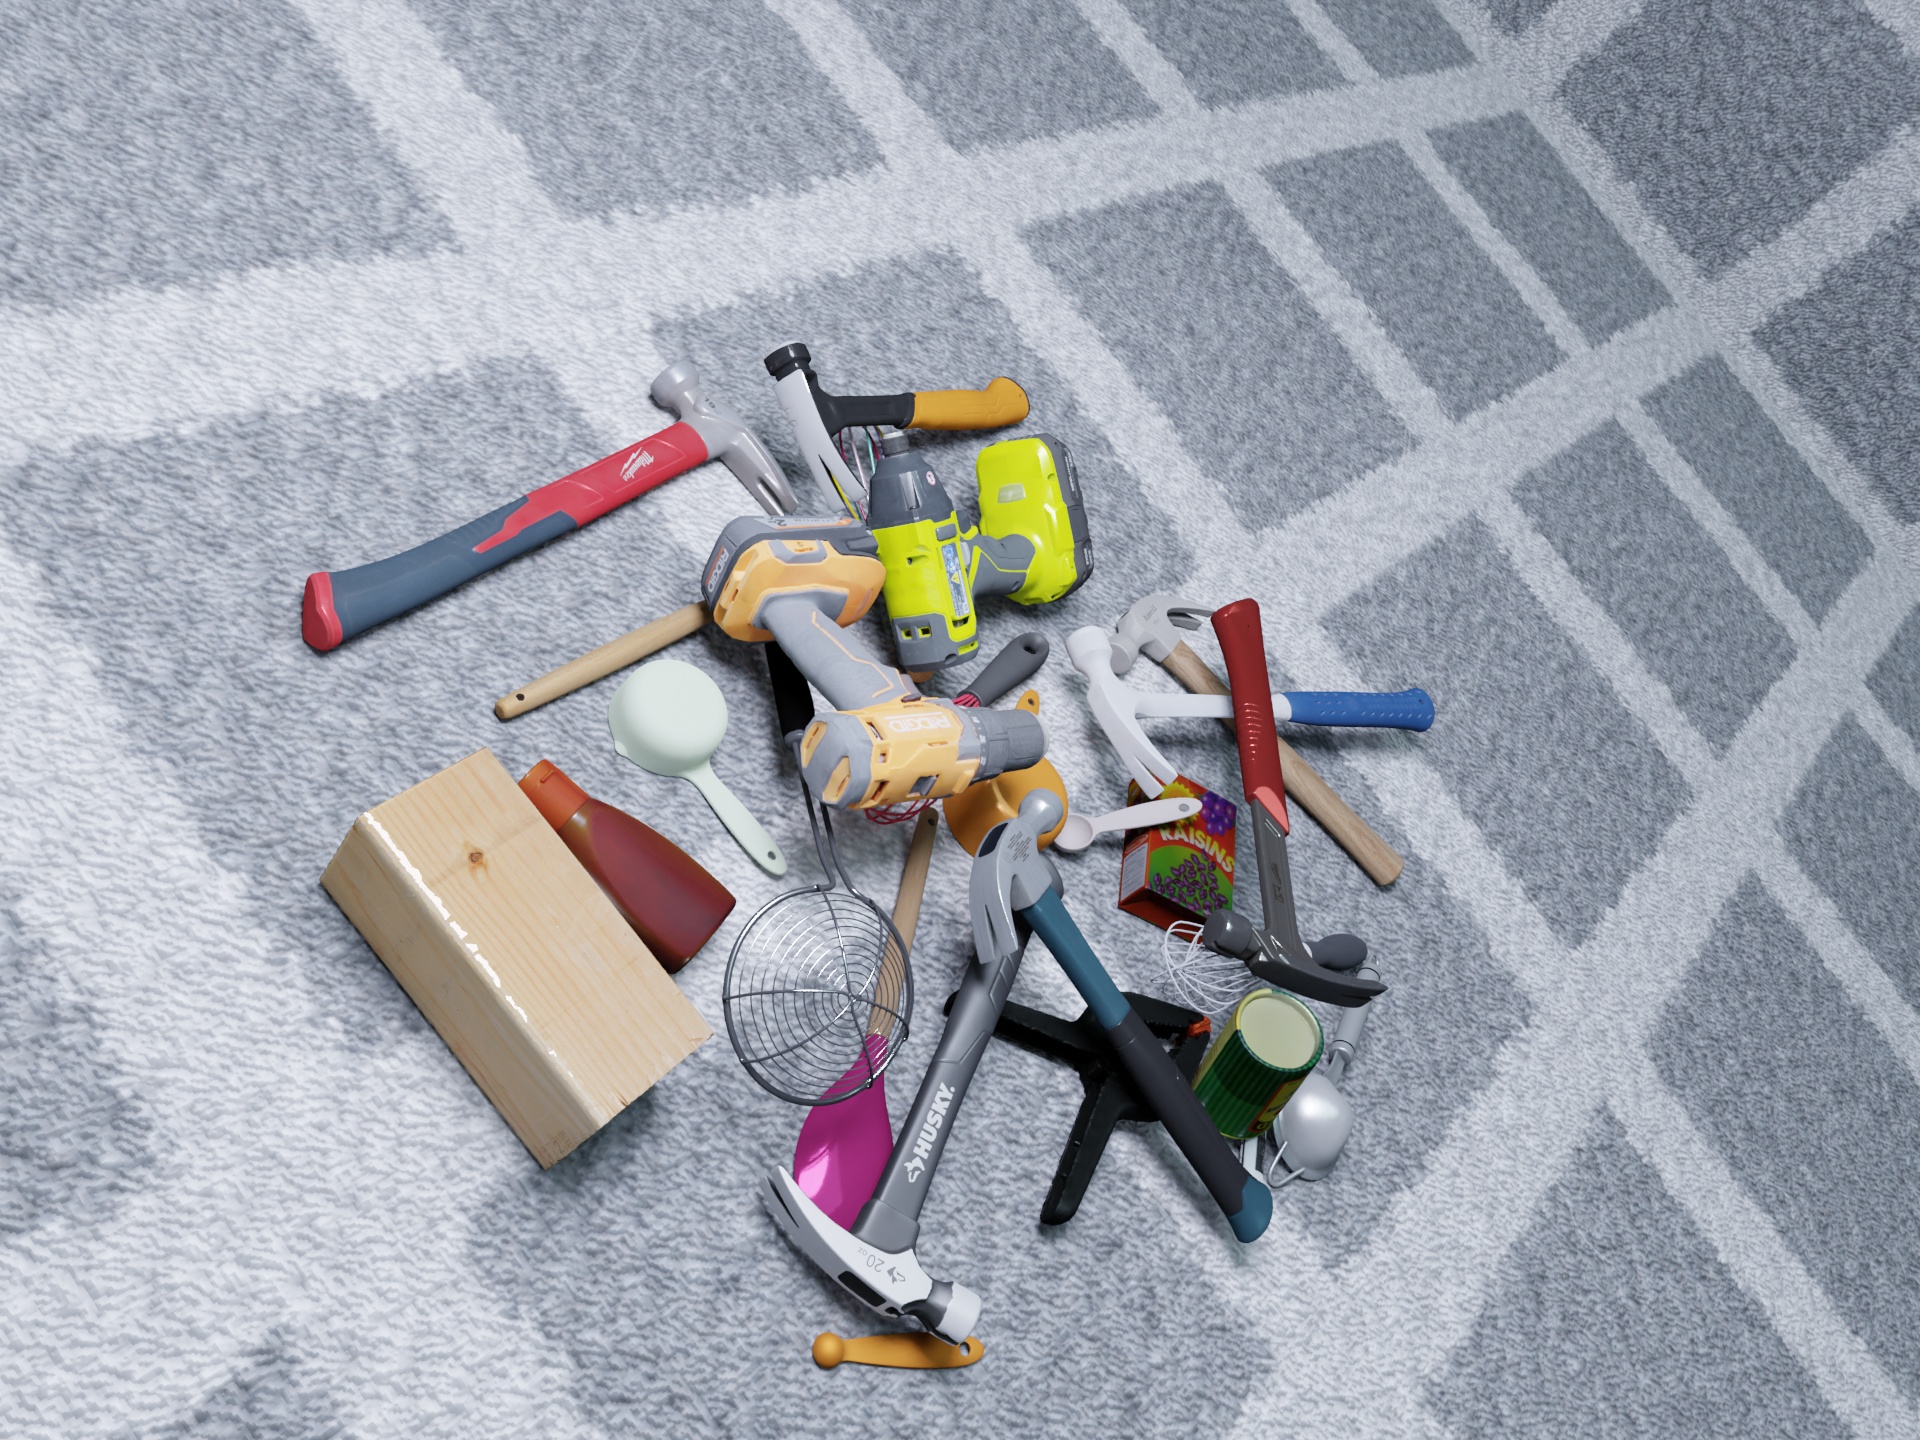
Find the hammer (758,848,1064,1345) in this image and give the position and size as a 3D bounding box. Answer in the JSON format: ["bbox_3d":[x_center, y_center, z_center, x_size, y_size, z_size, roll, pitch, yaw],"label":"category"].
[{"bbox_3d":[-0.006,0.210,1.016,0.146,0.035,0.335,33,49,-8],"label":"hammer"}]

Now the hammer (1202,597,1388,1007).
[{"bbox_3d":[0.241,0.047,1.233,0.149,0.036,0.359,23,45,-23],"label":"hammer"}]

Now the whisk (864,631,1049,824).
[{"bbox_3d":[-0.002,-0.004,1.186,0.073,0.073,0.296,48,38,0],"label":"whisk"}]

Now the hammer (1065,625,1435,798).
[{"bbox_3d":[0.269,-0.006,1.354,0.405,0.035,0.144,1,56,-38],"label":"hammer"}]

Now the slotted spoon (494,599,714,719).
[{"bbox_3d":[-0.195,-0.069,1.104,0.070,0.031,0.314,48,46,8],"label":"slotted spoon"}]

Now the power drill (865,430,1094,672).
[{"bbox_3d":[0.012,-0.146,1.219,0.223,0.080,0.171,-28,109,-55],"label":"power drill"}]

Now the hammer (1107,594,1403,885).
[{"bbox_3d":[0.264,0.018,1.388,0.331,0.031,0.130,45,45,-4],"label":"hammer"}]

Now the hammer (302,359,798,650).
[{"bbox_3d":[-0.270,-0.129,1.080,0.143,0.038,0.386,50,44,0],"label":"hammer"}]

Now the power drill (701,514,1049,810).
[{"bbox_3d":[-0.054,-0.039,1.074,0.185,0.084,0.226,-6,49,-40],"label":"power drill"}]

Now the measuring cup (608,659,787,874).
[{"bbox_3d":[-0.162,0.030,1.050,0.167,0.038,0.083,50,44,5],"label":"measuring cup"}]

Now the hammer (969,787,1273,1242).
[{"bbox_3d":[0.113,0.210,1.072,0.331,0.033,0.128,56,40,-8],"label":"hammer"}]

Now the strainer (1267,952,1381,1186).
[{"bbox_3d":[0.296,0.263,1.239,0.086,0.050,0.258,56,39,-15],"label":"strainer"}]

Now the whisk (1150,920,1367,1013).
[{"bbox_3d":[0.240,0.182,1.224,0.284,0.070,0.070,4,58,-48],"label":"whisk"}]

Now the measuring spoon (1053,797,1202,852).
[{"bbox_3d":[0.127,0.080,1.220,0.124,0.018,0.034,-11,50,-13],"label":"measuring spoon"}]

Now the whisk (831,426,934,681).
[{"bbox_3d":[-0.059,-0.143,1.246,0.047,0.051,0.245,1,63,-43],"label":"whisk"}]

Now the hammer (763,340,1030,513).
[{"bbox_3d":[-0.029,-0.245,1.291,0.337,0.034,0.127,-22,87,-58],"label":"hammer"}]

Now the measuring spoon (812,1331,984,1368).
[{"bbox_3d":[-0.033,0.369,0.935,0.116,0.011,0.021,13,54,-30],"label":"measuring spoon"}]

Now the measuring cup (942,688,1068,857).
[{"bbox_3d":[0.048,0.029,1.199,0.095,0.052,0.174,33,48,-15],"label":"measuring cup"}]

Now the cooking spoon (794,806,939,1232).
[{"bbox_3d":[-0.050,0.186,1.043,0.068,0.017,0.319,29,49,-19],"label":"cooking spoon"}]

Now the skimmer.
[{"bbox_3d":[-0.109,0.075,1.034,0.127,0.090,0.364,18,34,-30],"label":"skimmer"}]
